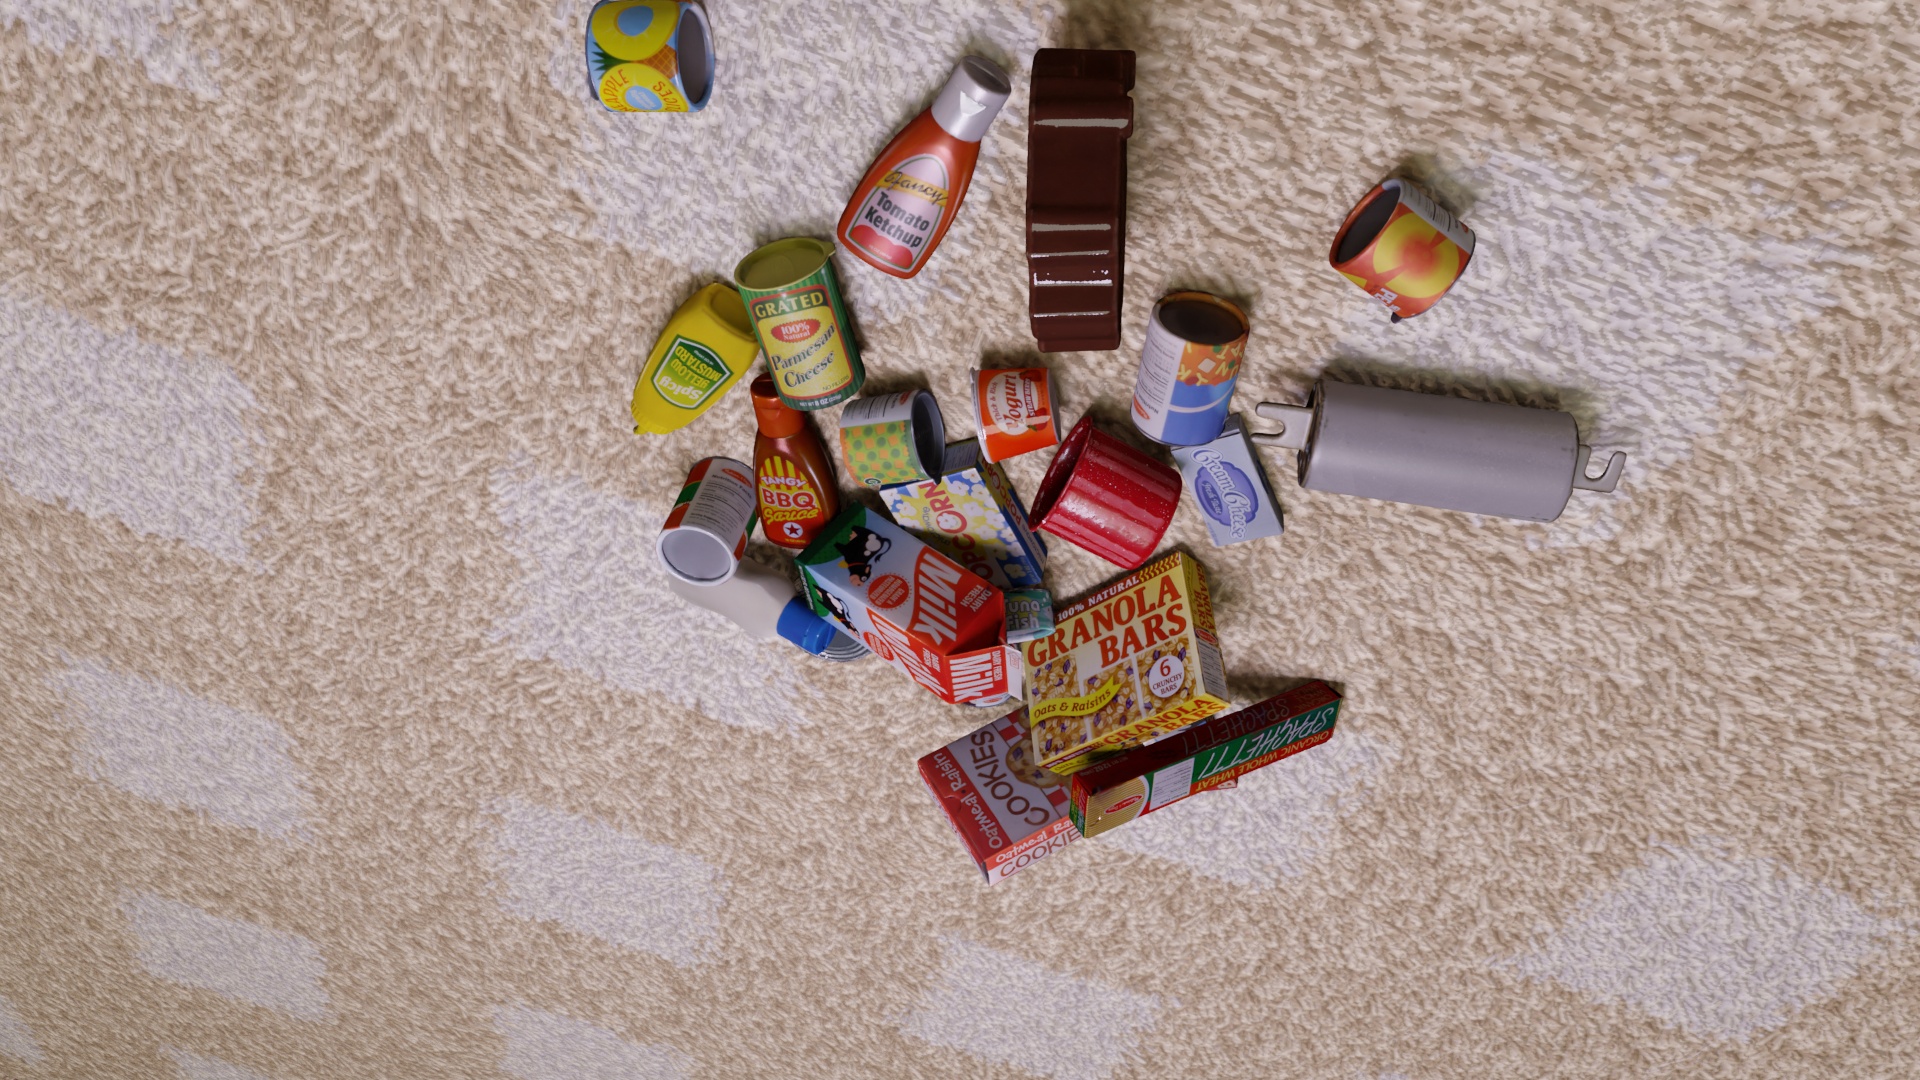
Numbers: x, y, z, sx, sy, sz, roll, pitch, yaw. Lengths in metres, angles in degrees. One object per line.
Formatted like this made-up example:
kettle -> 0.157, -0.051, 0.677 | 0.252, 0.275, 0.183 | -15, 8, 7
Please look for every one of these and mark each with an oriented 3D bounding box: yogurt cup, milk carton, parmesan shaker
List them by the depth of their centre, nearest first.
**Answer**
parmesan shaker -> -0.107, -0.150, 0.963 | 0.071, 0.072, 0.102 | -3, 131, 16
yogurt cup -> 0.041, -0.091, 0.984 | 0.054, 0.073, 0.072 | -9, 130, 10
milk carton -> -0.029, 0.056, 1.058 | 0.191, 0.074, 0.072 | 32, 152, 24

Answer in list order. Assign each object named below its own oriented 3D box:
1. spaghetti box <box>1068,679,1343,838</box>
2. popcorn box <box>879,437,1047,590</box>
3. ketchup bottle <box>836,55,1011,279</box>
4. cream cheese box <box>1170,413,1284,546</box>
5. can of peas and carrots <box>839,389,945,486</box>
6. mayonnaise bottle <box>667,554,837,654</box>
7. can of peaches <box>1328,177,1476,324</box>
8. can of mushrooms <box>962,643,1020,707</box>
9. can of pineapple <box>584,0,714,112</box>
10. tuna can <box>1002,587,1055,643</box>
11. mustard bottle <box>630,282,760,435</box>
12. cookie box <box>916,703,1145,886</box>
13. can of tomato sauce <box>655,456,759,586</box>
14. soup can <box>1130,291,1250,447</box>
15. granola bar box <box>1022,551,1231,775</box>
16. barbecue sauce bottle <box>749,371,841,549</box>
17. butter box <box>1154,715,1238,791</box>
spaghetti box -> 0.199, 0.172, 1.110 | 0.251, 0.029, 0.049 | -16, 129, -24
popcorn box -> 0.004, -0.014, 1.081 | 0.085, 0.038, 0.126 | -13, 128, 25
ketchup bottle -> -0.020, -0.236, 0.878 | 0.065, 0.044, 0.148 | 29, 132, -13
cream cheese box -> 0.196, -0.042, 1.018 | 0.053, 0.024, 0.103 | -14, 127, 24
can of peas and carrots -> -0.049, -0.072, 1.019 | 0.058, 0.071, 0.070 | -6, 130, 20
mayonnaise bottle -> -0.171, 0.045, 1.143 | 0.148, 0.041, 0.064 | 27, 126, 16
can of peaches -> 0.266, -0.176, 0.846 | 0.058, 0.071, 0.071 | 32, 131, -15
can of mushrooms -> 0.016, 0.104, 1.169 | 0.071, 0.071, 0.033 | 10, 134, 4
can of pineapple -> -0.188, -0.293, 0.847 | 0.058, 0.071, 0.070 | 3, 133, 11
tuna can -> 0.043, 0.061, 1.114 | 0.071, 0.033, 0.071 | -7, 166, -2
mustard bottle -> -0.204, -0.120, 1.025 | 0.065, 0.049, 0.159 | 34, 130, -16
cookie box -> 0.065, 0.194, 1.147 | 0.168, 0.123, 0.040 | -25, 132, -15
can of tomato sauce -> -0.197, -0.013, 1.099 | 0.071, 0.083, 0.070 | 7, 133, 8
soup can -> 0.156, -0.115, 0.933 | 0.071, 0.072, 0.083 | 11, 133, 4
granola bar box -> 0.126, 0.099, 1.094 | 0.165, 0.125, 0.039 | -29, 141, 34
barbecue sauce bottle -> -0.131, -0.061, 1.067 | 0.065, 0.044, 0.147 | 5, 133, 12
butter box -> 0.205, 0.181, 1.222 | 0.053, 0.024, 0.103 | -13, 127, 25
